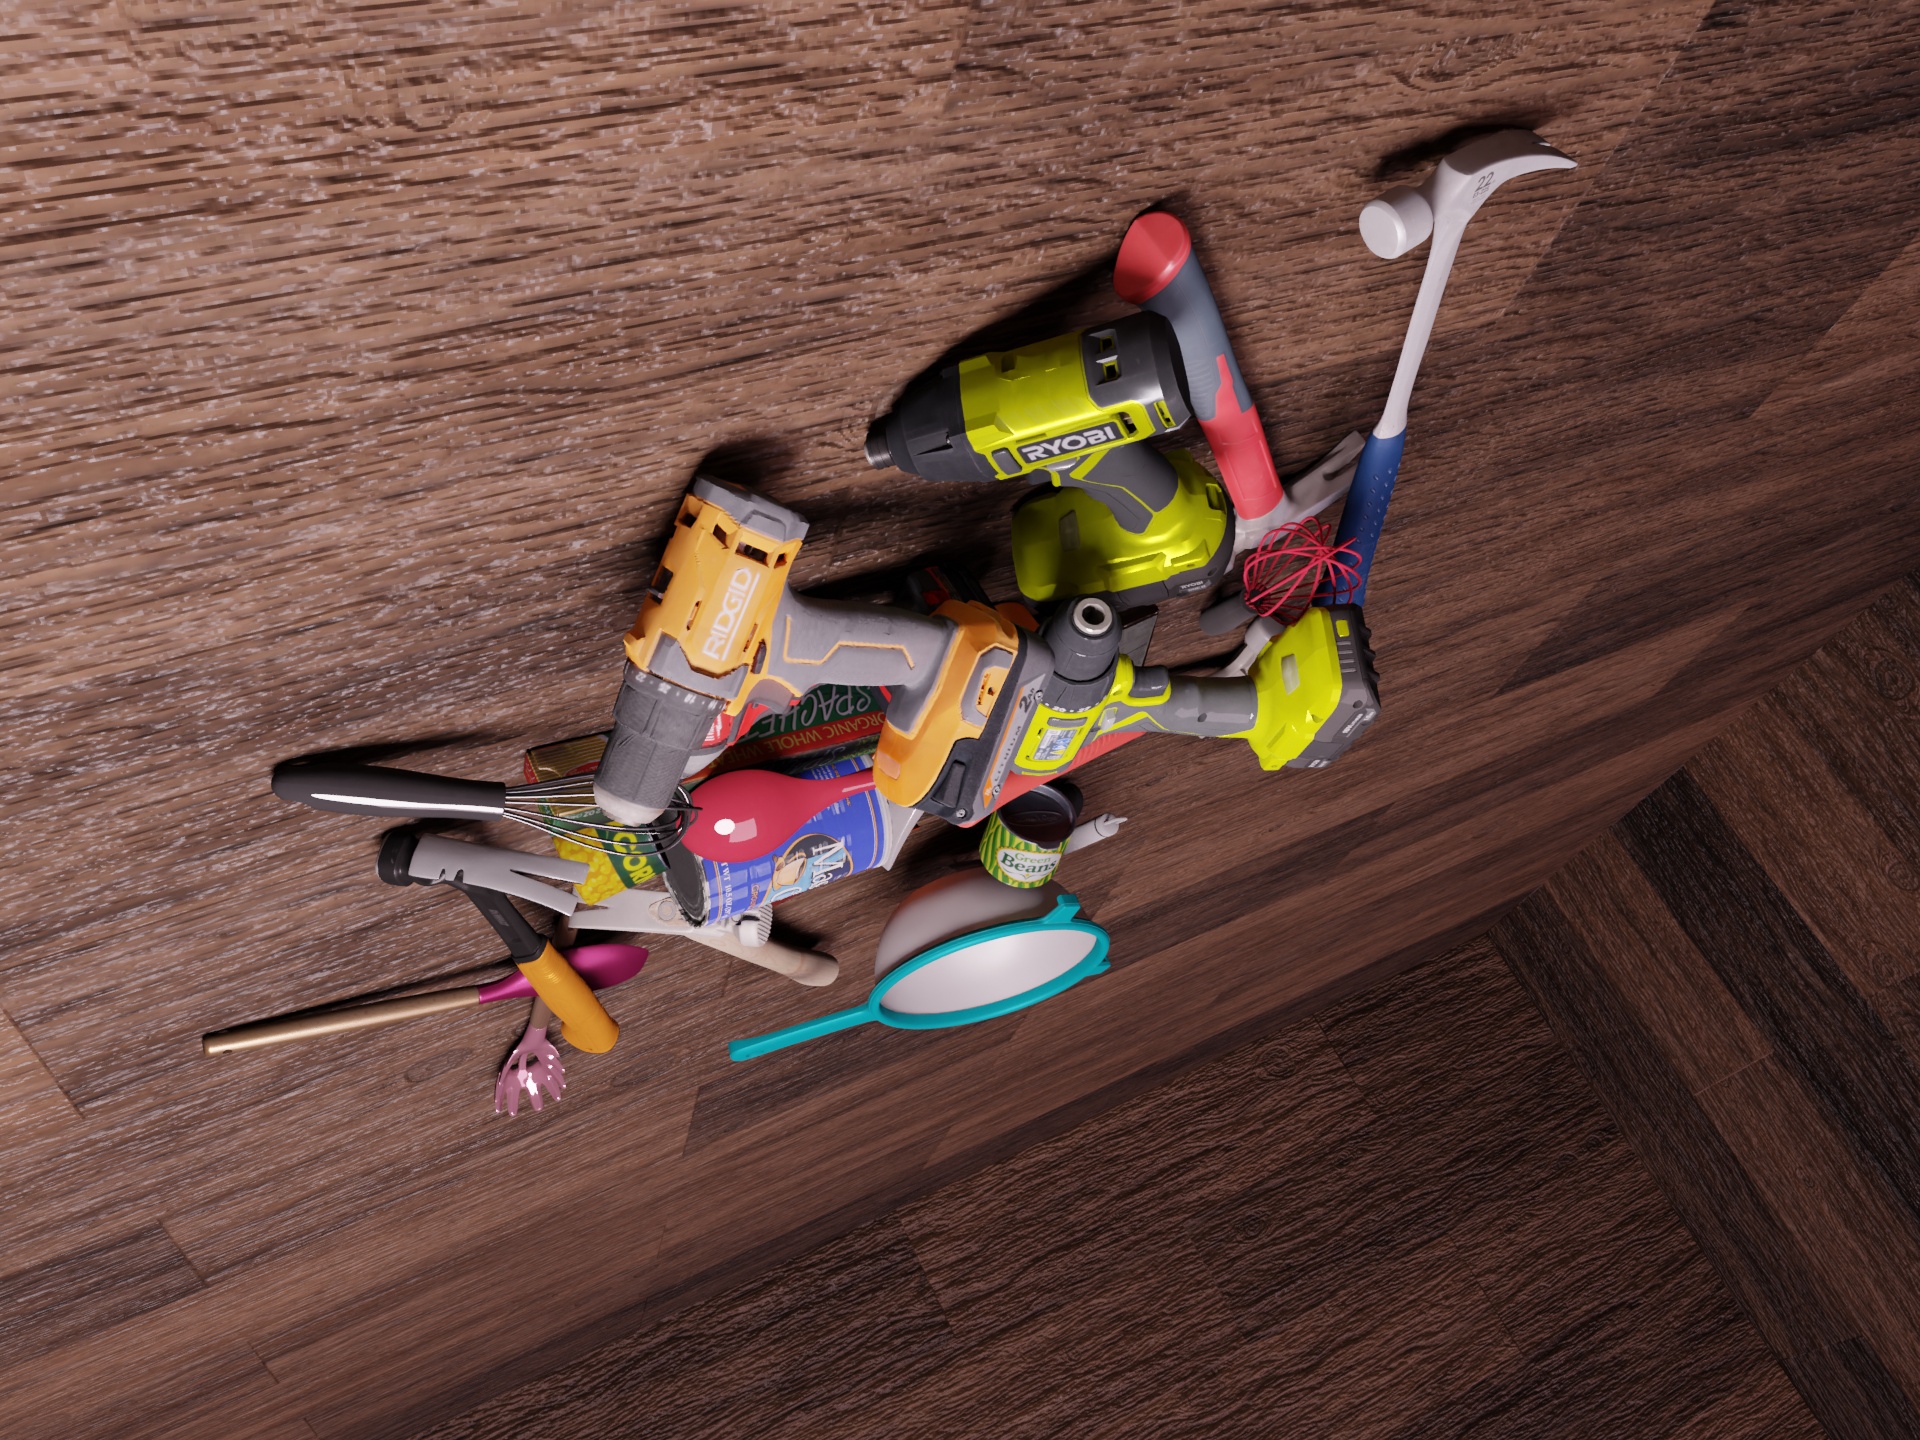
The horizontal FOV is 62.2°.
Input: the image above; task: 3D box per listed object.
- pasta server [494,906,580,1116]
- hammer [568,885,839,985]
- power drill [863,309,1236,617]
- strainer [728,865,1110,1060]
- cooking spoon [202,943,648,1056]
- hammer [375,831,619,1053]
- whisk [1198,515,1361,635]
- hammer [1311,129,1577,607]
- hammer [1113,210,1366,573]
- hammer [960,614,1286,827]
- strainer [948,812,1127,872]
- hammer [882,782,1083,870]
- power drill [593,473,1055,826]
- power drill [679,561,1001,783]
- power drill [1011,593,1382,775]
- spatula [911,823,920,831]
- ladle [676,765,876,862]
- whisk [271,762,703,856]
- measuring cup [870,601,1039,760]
[{"bbox_3d":[-0.335,0.238,1.283,0.060,0.040,0.316,-6,147,-28],"label":"pasta server"},{"bbox_3d":[-0.182,0.184,1.311,0.146,0.038,0.410,3,166,9],"label":"hammer"},{"bbox_3d":[0.060,-0.137,0.899,0.171,0.080,0.223,-12,158,18],"label":"power drill"},{"bbox_3d":[-0.046,0.202,1.366,0.340,0.095,0.210,-19,153,5],"label":"strainer"},{"bbox_3d":[-0.378,0.205,1.159,0.318,0.017,0.068,-6,144,-33],"label":"cooking spoon"},{"bbox_3d":[-0.281,0.166,1.092,0.127,0.034,0.336,9,152,8],"label":"hammer"},{"bbox_3d":[0.217,-0.090,1.137,0.073,0.073,0.296,-26,178,-7],"label":"whisk"},{"bbox_3d":[0.286,-0.200,1.033,0.144,0.035,0.405,-32,153,-17],"label":"hammer"},{"bbox_3d":[0.174,-0.201,0.972,0.143,0.038,0.386,-34,157,7],"label":"hammer"},{"bbox_3d":[0.120,0.014,1.281,0.359,0.037,0.149,-24,158,-40],"label":"hammer"},{"bbox_3d":[0.067,0.120,1.395,0.086,0.050,0.258,4,160,-31],"label":"strainer"},{"bbox_3d":[0.030,0.065,1.317,0.146,0.035,0.334,-51,157,8],"label":"hammer"},{"bbox_3d":[-0.078,-0.010,0.863,0.226,0.084,0.185,21,95,-33],"label":"power drill"},{"bbox_3d":[-0.089,-0.024,0.972,0.219,0.079,0.143,-8,141,-33],"label":"power drill"},{"bbox_3d":[0.141,-0.025,1.008,0.228,0.080,0.190,-1,157,-10],"label":"power drill"},{"bbox_3d":[-0.058,0.038,1.216,0.081,0.041,0.322,-23,152,-17],"label":"spatula"},{"bbox_3d":[-0.037,0.032,1.061,0.315,0.031,0.069,-17,126,-27],"label":"ladle"},{"bbox_3d":[-0.263,0.045,0.905,0.238,0.055,0.055,7,141,-26],"label":"whisk"},{"bbox_3d":[-0.002,-0.004,1.117,0.173,0.052,0.095,-47,154,10],"label":"measuring cup"}]
